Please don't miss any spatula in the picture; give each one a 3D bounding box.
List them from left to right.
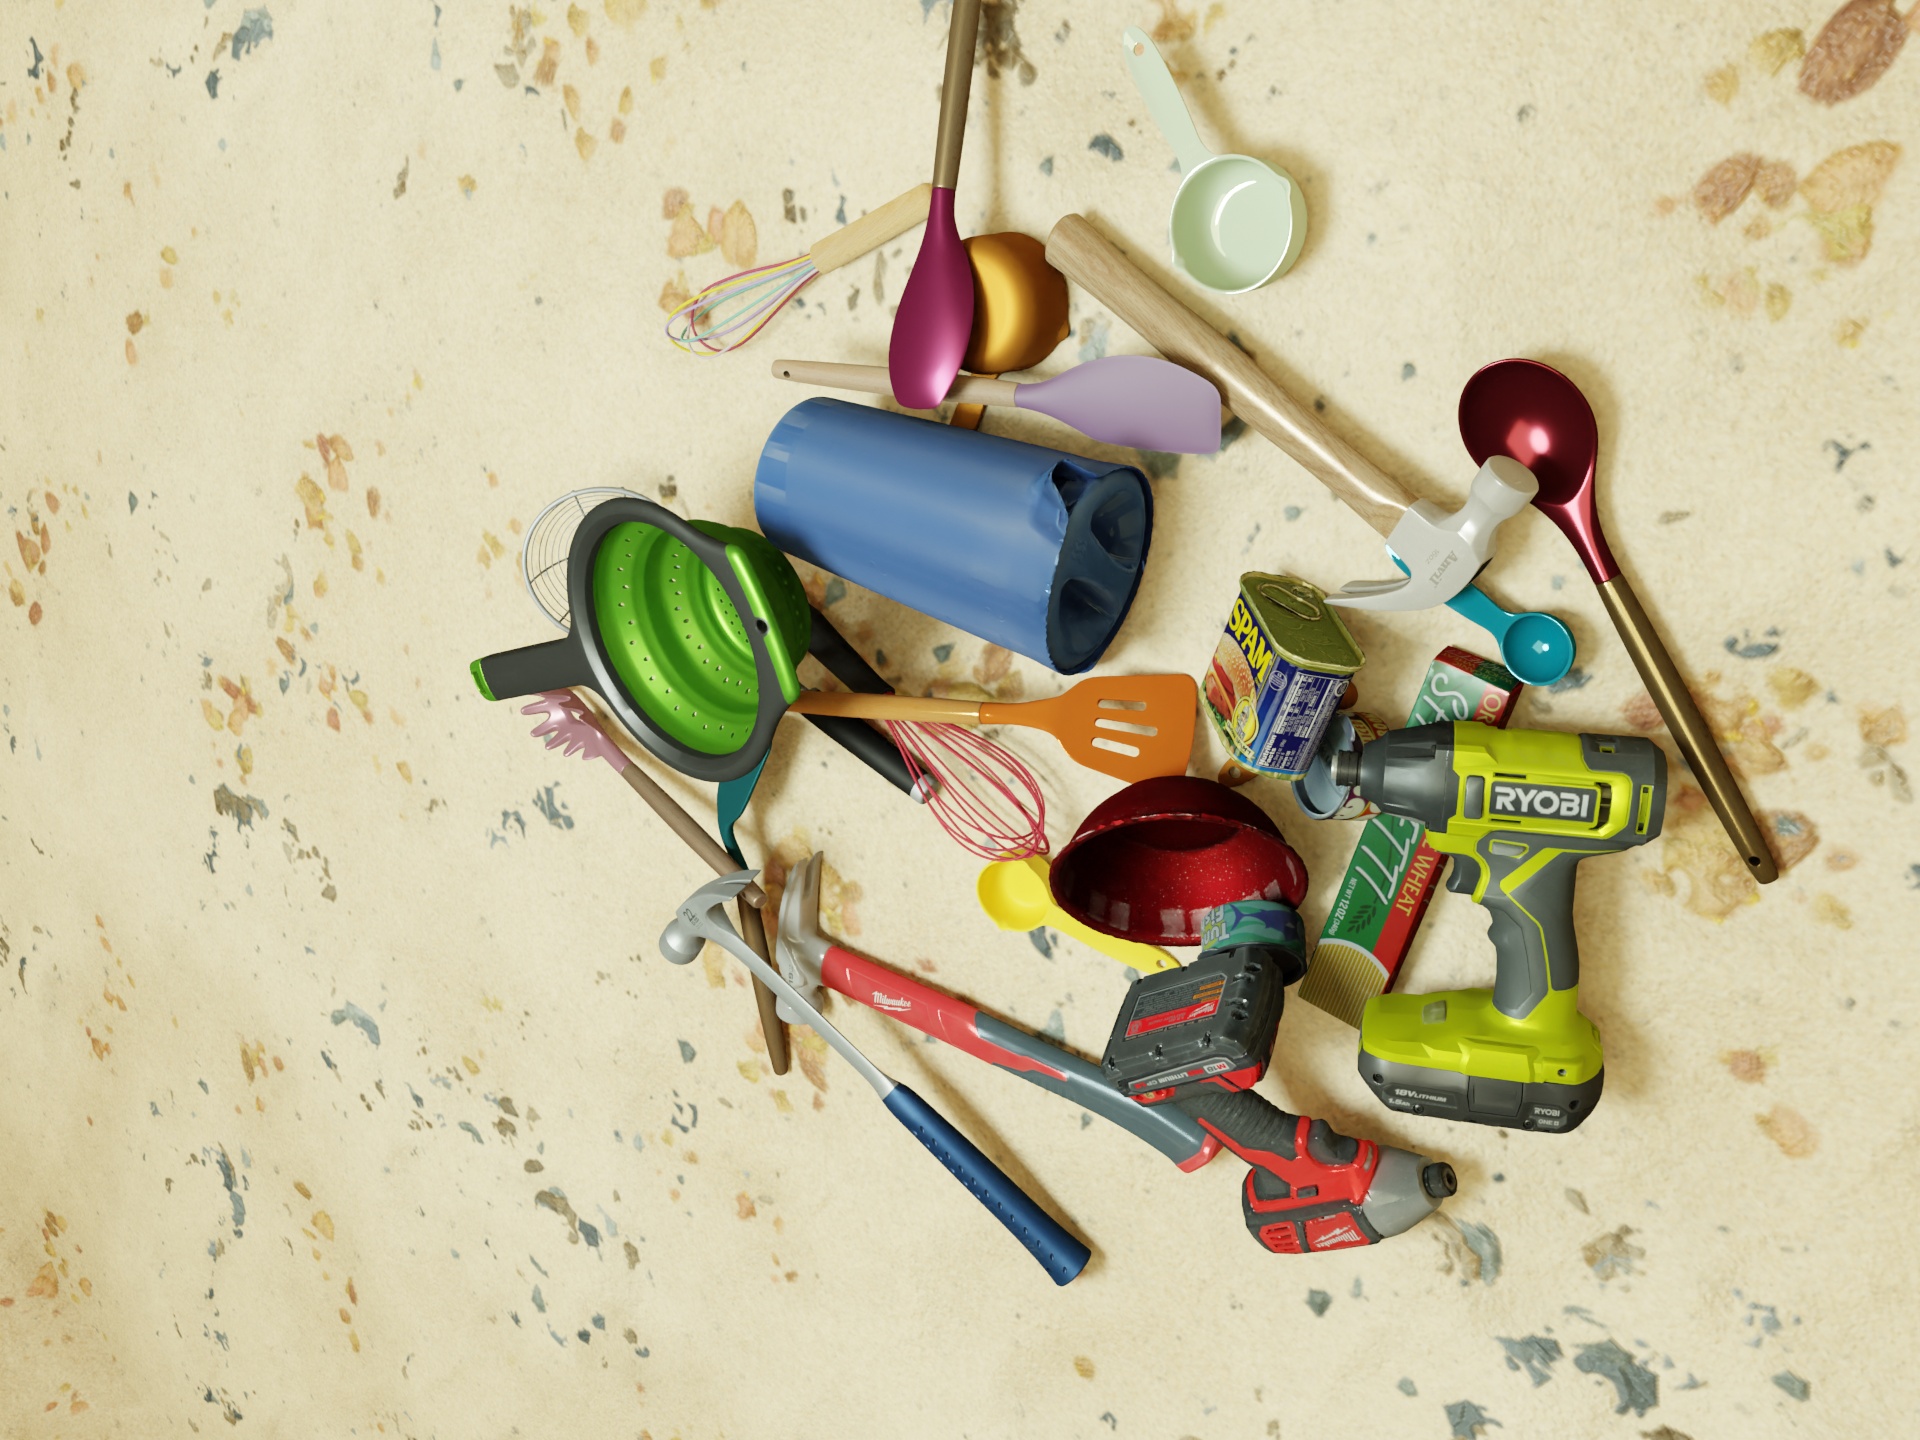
[{"bbox_3d":[-0.159,0.148,1.279,0.082,0.044,0.317,34,136,57],"label":"spatula"},{"bbox_3d":[-0.002,-0.003,1.076,0.323,0.041,0.081,4,78,28],"label":"spatula"},{"bbox_3d":[0.014,-0.208,0.995,0.316,0.018,0.059,12,127,27],"label":"spatula"}]

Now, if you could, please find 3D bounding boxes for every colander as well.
[{"bbox_3d":[-0.227,-0.062,1.150,0.397,0.094,0.204,-6,109,46],"label":"colander"}]

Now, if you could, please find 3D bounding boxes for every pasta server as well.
[{"bbox_3d":[-0.260,0.058,1.288,0.316,0.040,0.060,38,139,33],"label":"pasta server"}]

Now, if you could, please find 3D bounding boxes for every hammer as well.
[{"bbox_3d":[-0.059,0.271,1.199,0.405,0.035,0.144,43,140,3],"label":"hammer"},{"bbox_3d":[0.021,0.221,1.175,0.386,0.038,0.143,19,114,29],"label":"hammer"},{"bbox_3d":[0.171,-0.187,0.928,0.331,0.031,0.130,45,138,19],"label":"hammer"}]

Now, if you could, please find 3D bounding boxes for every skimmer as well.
[{"bbox_3d":[-0.173,-0.046,1.189,0.363,0.090,0.127,36,107,19],"label":"skimmer"}]

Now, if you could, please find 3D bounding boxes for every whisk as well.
[{"bbox_3d":[-0.111,-0.308,1.098,0.245,0.051,0.047,-18,115,34],"label":"whisk"},{"bbox_3d":[-0.042,-0.002,1.135,0.296,0.073,0.073,44,125,22],"label":"whisk"}]

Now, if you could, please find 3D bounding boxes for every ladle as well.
[{"bbox_3d":[0.360,-0.053,0.852,0.069,0.031,0.315,-28,90,45],"label":"ladle"}]

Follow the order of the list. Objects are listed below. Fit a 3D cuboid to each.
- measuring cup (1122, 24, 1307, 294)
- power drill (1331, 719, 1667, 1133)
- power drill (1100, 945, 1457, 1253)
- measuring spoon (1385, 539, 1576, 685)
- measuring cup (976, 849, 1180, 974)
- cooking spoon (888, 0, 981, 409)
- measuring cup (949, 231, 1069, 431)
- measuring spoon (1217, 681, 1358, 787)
[{"bbox_3d":[0.141,-0.323,0.912,0.083,0.038,0.167,-29,85,38],"label":"measuring cup"},{"bbox_3d":[0.293,0.111,0.900,0.171,0.080,0.223,4,110,15],"label":"power drill"},{"bbox_3d":[0.202,0.249,0.996,0.143,0.079,0.219,-25,115,39],"label":"power drill"},{"bbox_3d":[0.296,-0.068,0.903,0.129,0.021,0.042,44,133,27],"label":"measuring spoon"},{"bbox_3d":[0.086,0.138,1.116,0.156,0.029,0.062,24,120,14],"label":"measuring cup"},{"bbox_3d":[-0.007,-0.352,0.974,0.069,0.017,0.319,14,99,42],"label":"cooking spoon"},{"bbox_3d":[0.004,-0.229,1.028,0.095,0.052,0.173,35,121,21],"label":"measuring cup"},{"bbox_3d":[0.201,0.011,0.994,0.117,0.011,0.021,-42,80,37],"label":"measuring spoon"}]
